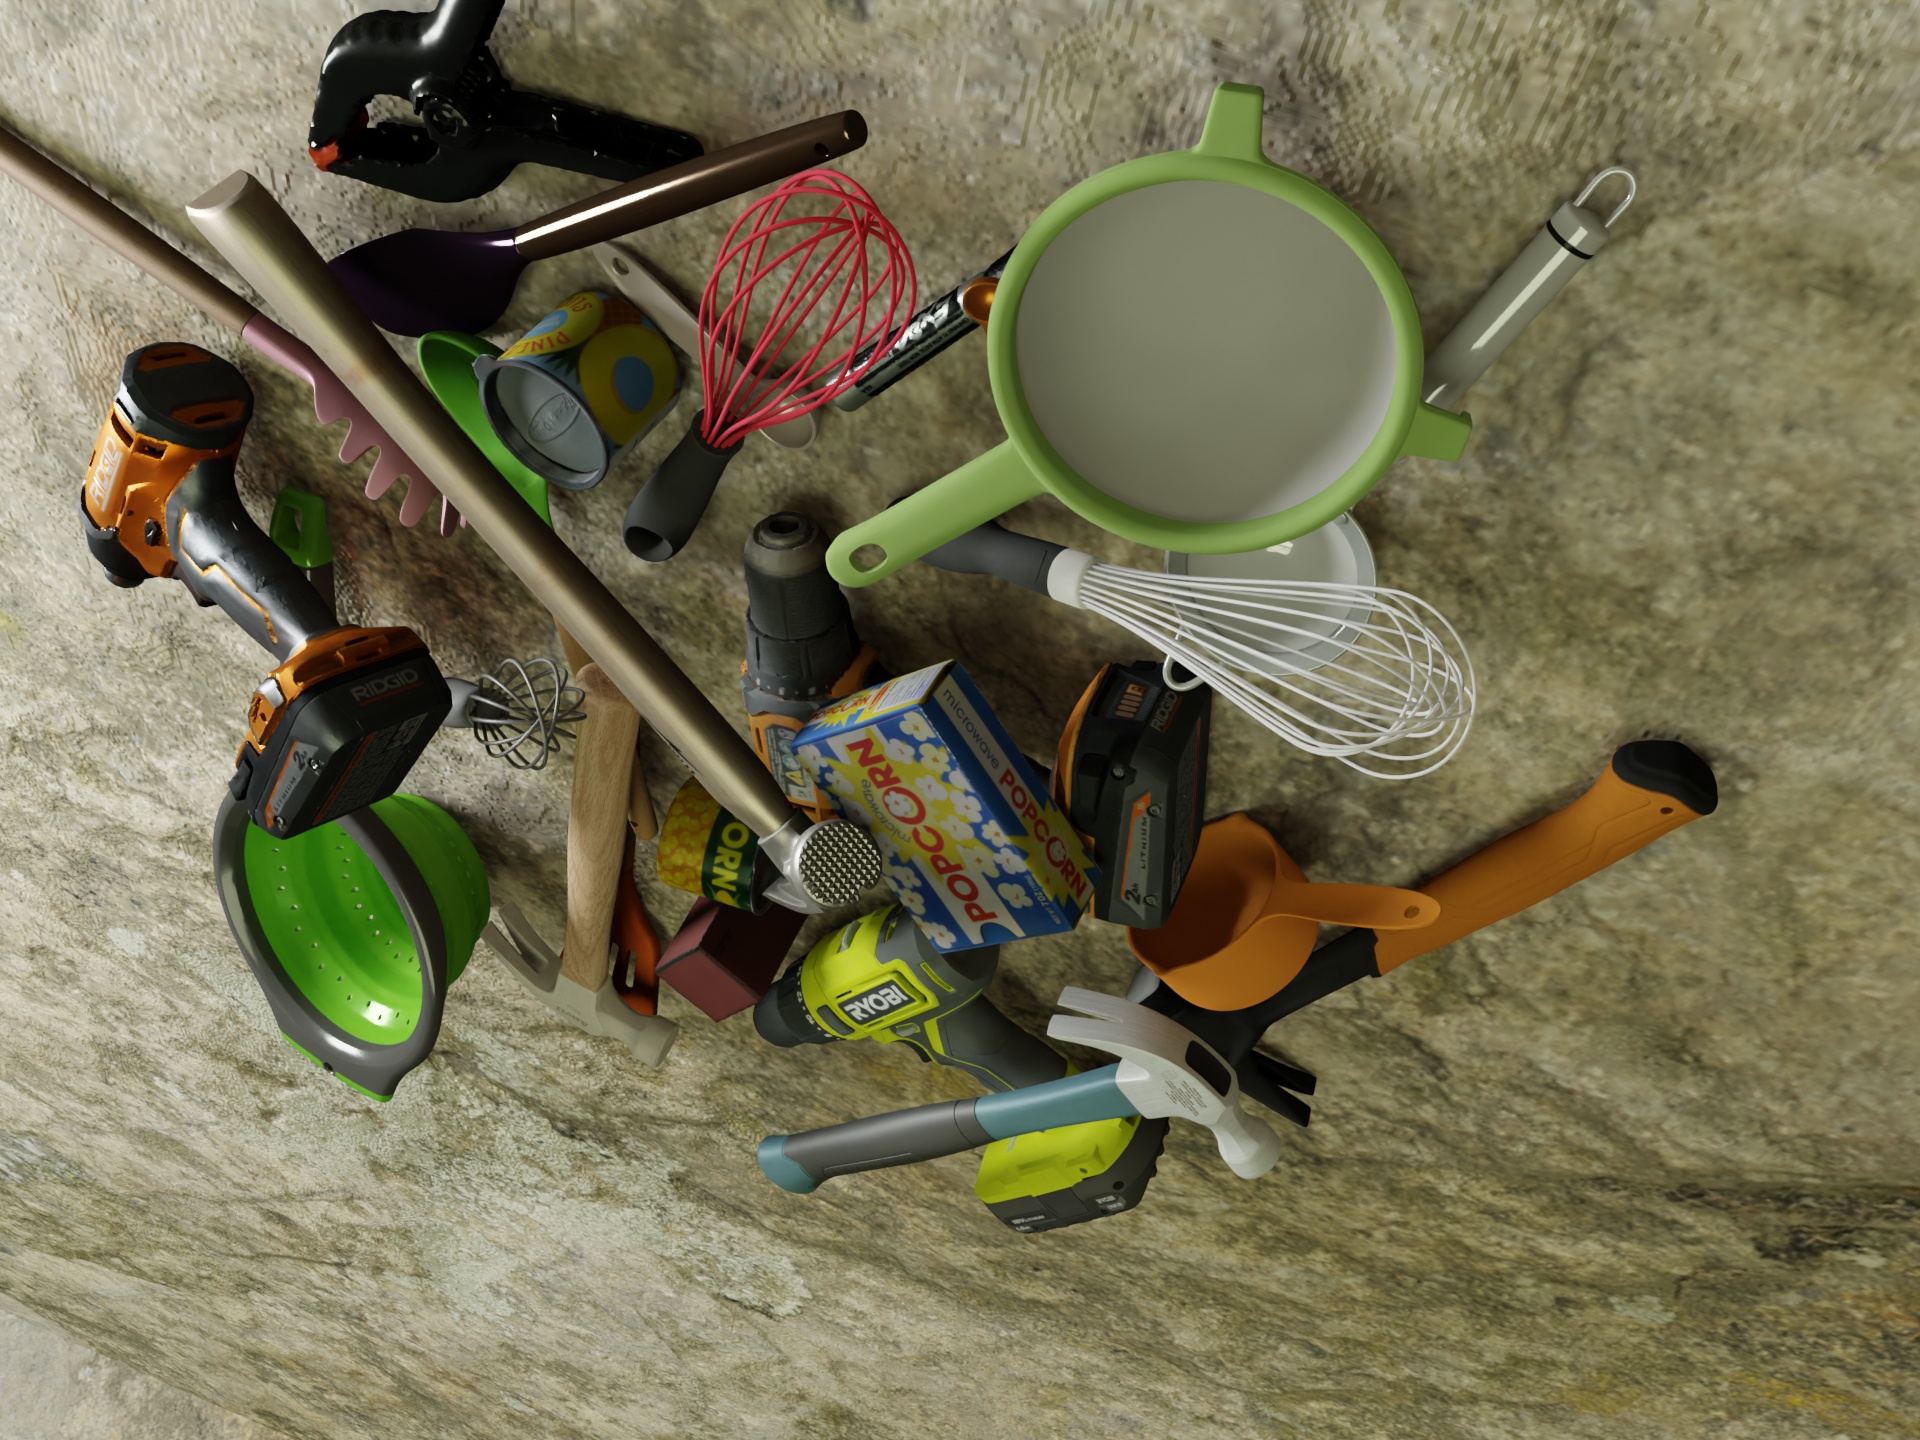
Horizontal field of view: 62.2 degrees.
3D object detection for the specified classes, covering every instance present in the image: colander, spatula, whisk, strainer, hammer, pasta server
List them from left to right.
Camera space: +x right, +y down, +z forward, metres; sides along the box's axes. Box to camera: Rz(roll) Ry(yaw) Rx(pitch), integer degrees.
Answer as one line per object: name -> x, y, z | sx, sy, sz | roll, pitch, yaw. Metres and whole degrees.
pasta server -> -0.362, -0.197, 0.753 | 0.316, 0.060, 0.040 | 36, 108, -7
colander -> -0.355, 0.040, 0.959 | 0.205, 0.094, 0.396 | 23, 122, 25
whisk -> -0.248, -0.008, 0.827 | 0.055, 0.055, 0.239 | 49, 159, -24
hammer -> -0.192, -0.072, 0.719 | 0.410, 0.038, 0.146 | 49, 164, -5
spatula -> -0.157, -0.196, 0.642 | 0.316, 0.018, 0.059 | -3, 146, 39
hammer -> -0.211, 0.084, 0.906 | 0.130, 0.031, 0.331 | 27, 138, 7
spatula -> -0.206, 0.077, 0.950 | 0.081, 0.041, 0.322 | 22, 137, 7
whisk -> -0.093, -0.127, 0.655 | 0.073, 0.073, 0.296 | 36, 151, -11
hammer -> 0.008, 0.227, 0.895 | 0.331, 0.033, 0.128 | -23, 114, 37
strainer -> 0.050, -0.121, 0.600 | 0.256, 0.069, 0.151 | -25, 118, 35
whisk -> 0.072, -0.049, 0.631 | 0.285, 0.070, 0.070 | 24, 144, 37
strainer -> 0.159, -0.101, 0.600 | 0.087, 0.050, 0.258 | 40, 132, 2
hammer -> 0.226, 0.106, 0.778 | 0.127, 0.034, 0.336 | 36, 137, -10

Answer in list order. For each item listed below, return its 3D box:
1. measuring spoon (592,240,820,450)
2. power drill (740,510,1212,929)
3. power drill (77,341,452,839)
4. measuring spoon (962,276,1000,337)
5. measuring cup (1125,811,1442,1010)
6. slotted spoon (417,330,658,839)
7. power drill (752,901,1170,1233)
measuring spoon -> -0.107, -0.165, 0.684 | 0.124, 0.018, 0.034 | 42, 144, -8
power drill -> -0.001, -0.002, 0.749 | 0.226, 0.084, 0.185 | 14, 135, 19
power drill -> -0.370, -0.057, 0.816 | 0.226, 0.084, 0.164 | 54, 131, 7
measuring spoon -> 0.028, -0.134, 0.635 | 0.021, 0.011, 0.116 | -8, 145, 20
measuring cup -> 0.158, 0.097, 0.743 | 0.174, 0.095, 0.052 | -2, 140, 49
slotted spoon -> -0.200, -0.057, 0.806 | 0.070, 0.031, 0.313 | 17, 136, 30
power drill -> -0.004, 0.207, 0.959 | 0.228, 0.080, 0.190 | 45, 133, -16
